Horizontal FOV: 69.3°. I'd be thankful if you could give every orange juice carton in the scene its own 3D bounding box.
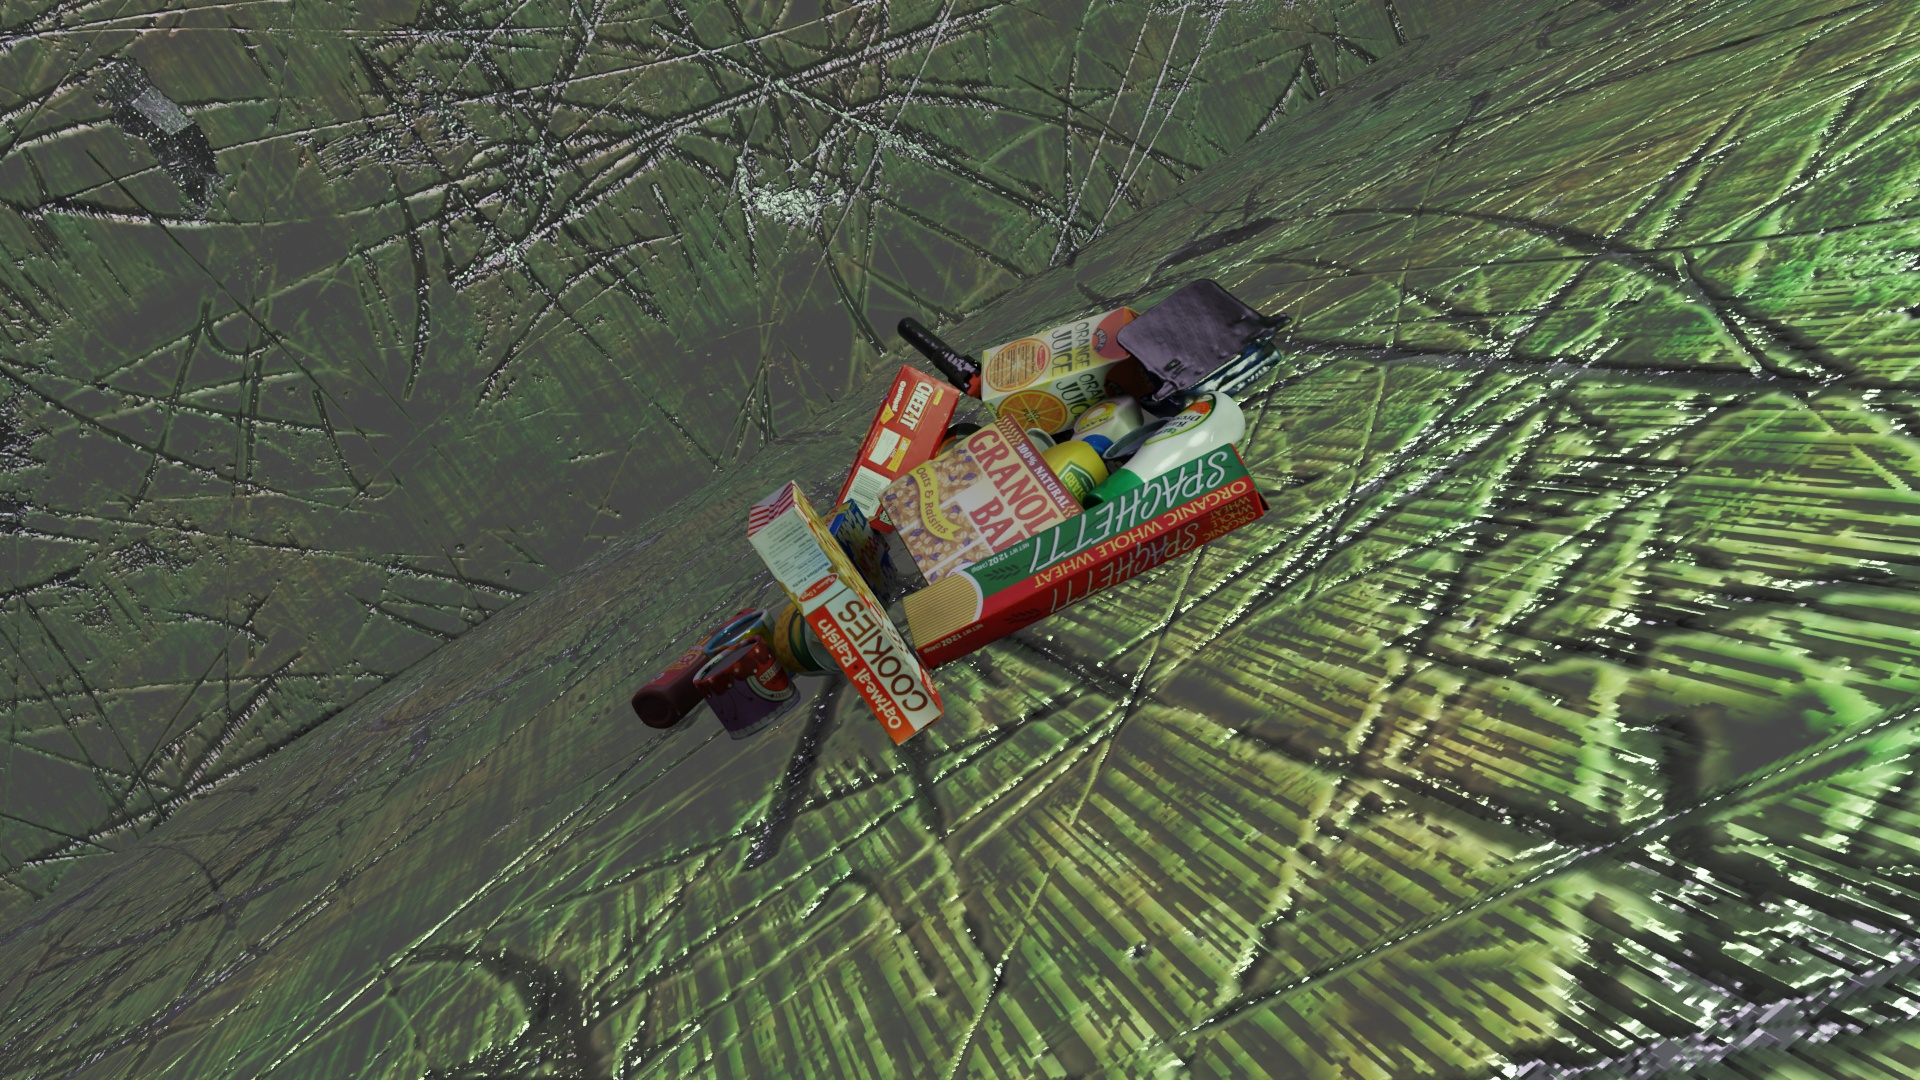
[{"bbox_3d":[0.121,-0.163,1.336,0.192,0.071,0.073,-15,49,21],"label":"orange juice carton"}]

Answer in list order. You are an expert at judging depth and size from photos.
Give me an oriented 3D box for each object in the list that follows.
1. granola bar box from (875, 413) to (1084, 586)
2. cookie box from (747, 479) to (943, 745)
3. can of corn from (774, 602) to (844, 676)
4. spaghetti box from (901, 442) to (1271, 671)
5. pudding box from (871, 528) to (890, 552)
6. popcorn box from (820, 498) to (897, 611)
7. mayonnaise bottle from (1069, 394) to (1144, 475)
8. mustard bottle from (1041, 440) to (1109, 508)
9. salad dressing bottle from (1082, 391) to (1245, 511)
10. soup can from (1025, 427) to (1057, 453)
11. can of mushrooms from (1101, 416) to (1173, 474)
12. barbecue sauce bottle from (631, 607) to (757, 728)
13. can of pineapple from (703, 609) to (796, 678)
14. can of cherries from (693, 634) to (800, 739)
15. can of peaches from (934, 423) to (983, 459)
[{"bbox_3d":[0.022,-0.011,1.025,0.124,0.039,0.166,-31,43,-1],"label":"granola bar box"},{"bbox_3d":[-0.077,0.045,0.927,0.040,0.167,0.123,-34,13,-1],"label":"cookie box"},{"bbox_3d":[-0.108,0.073,1.110,0.071,0.071,0.058,-39,14,-32],"label":"can of corn"},{"bbox_3d":[0.080,0.011,0.922,0.250,0.028,0.050,-26,45,7],"label":"spaghetti box"},{"bbox_3d":[-0.119,0.022,1.420,0.083,0.030,0.050,-25,15,26],"label":"pudding box"},{"bbox_3d":[-0.098,0.020,1.253,0.038,0.085,0.127,-30,13,10],"label":"popcorn box"},{"bbox_3d":[0.128,-0.090,1.250,0.064,0.041,0.149,-23,14,20],"label":"mayonnaise bottle"},{"bbox_3d":[0.055,-0.012,1.085,0.048,0.065,0.161,-5,35,52],"label":"mustard bottle"},{"bbox_3d":[0.156,-0.060,1.064,0.148,0.044,0.064,-38,16,-26],"label":"salad dressing bottle"},{"bbox_3d":[0.046,-0.058,1.266,0.083,0.071,0.072,-22,15,37],"label":"soup can"},{"bbox_3d":[0.152,-0.070,1.137,0.071,0.033,0.071,-29,13,7],"label":"can of mushrooms"},{"bbox_3d":[-0.239,0.117,1.305,0.064,0.043,0.149,-21,16,43],"label":"barbecue sauce bottle"},{"bbox_3d":[-0.181,0.101,1.197,0.071,0.057,0.071,-30,13,8],"label":"can of pineapple"},{"bbox_3d":[-0.170,0.116,1.114,0.071,0.058,0.072,-30,12,7],"label":"can of cherries"},{"bbox_3d":[0.005,-0.084,1.463,0.071,0.071,0.058,-29,13,9],"label":"can of peaches"}]
